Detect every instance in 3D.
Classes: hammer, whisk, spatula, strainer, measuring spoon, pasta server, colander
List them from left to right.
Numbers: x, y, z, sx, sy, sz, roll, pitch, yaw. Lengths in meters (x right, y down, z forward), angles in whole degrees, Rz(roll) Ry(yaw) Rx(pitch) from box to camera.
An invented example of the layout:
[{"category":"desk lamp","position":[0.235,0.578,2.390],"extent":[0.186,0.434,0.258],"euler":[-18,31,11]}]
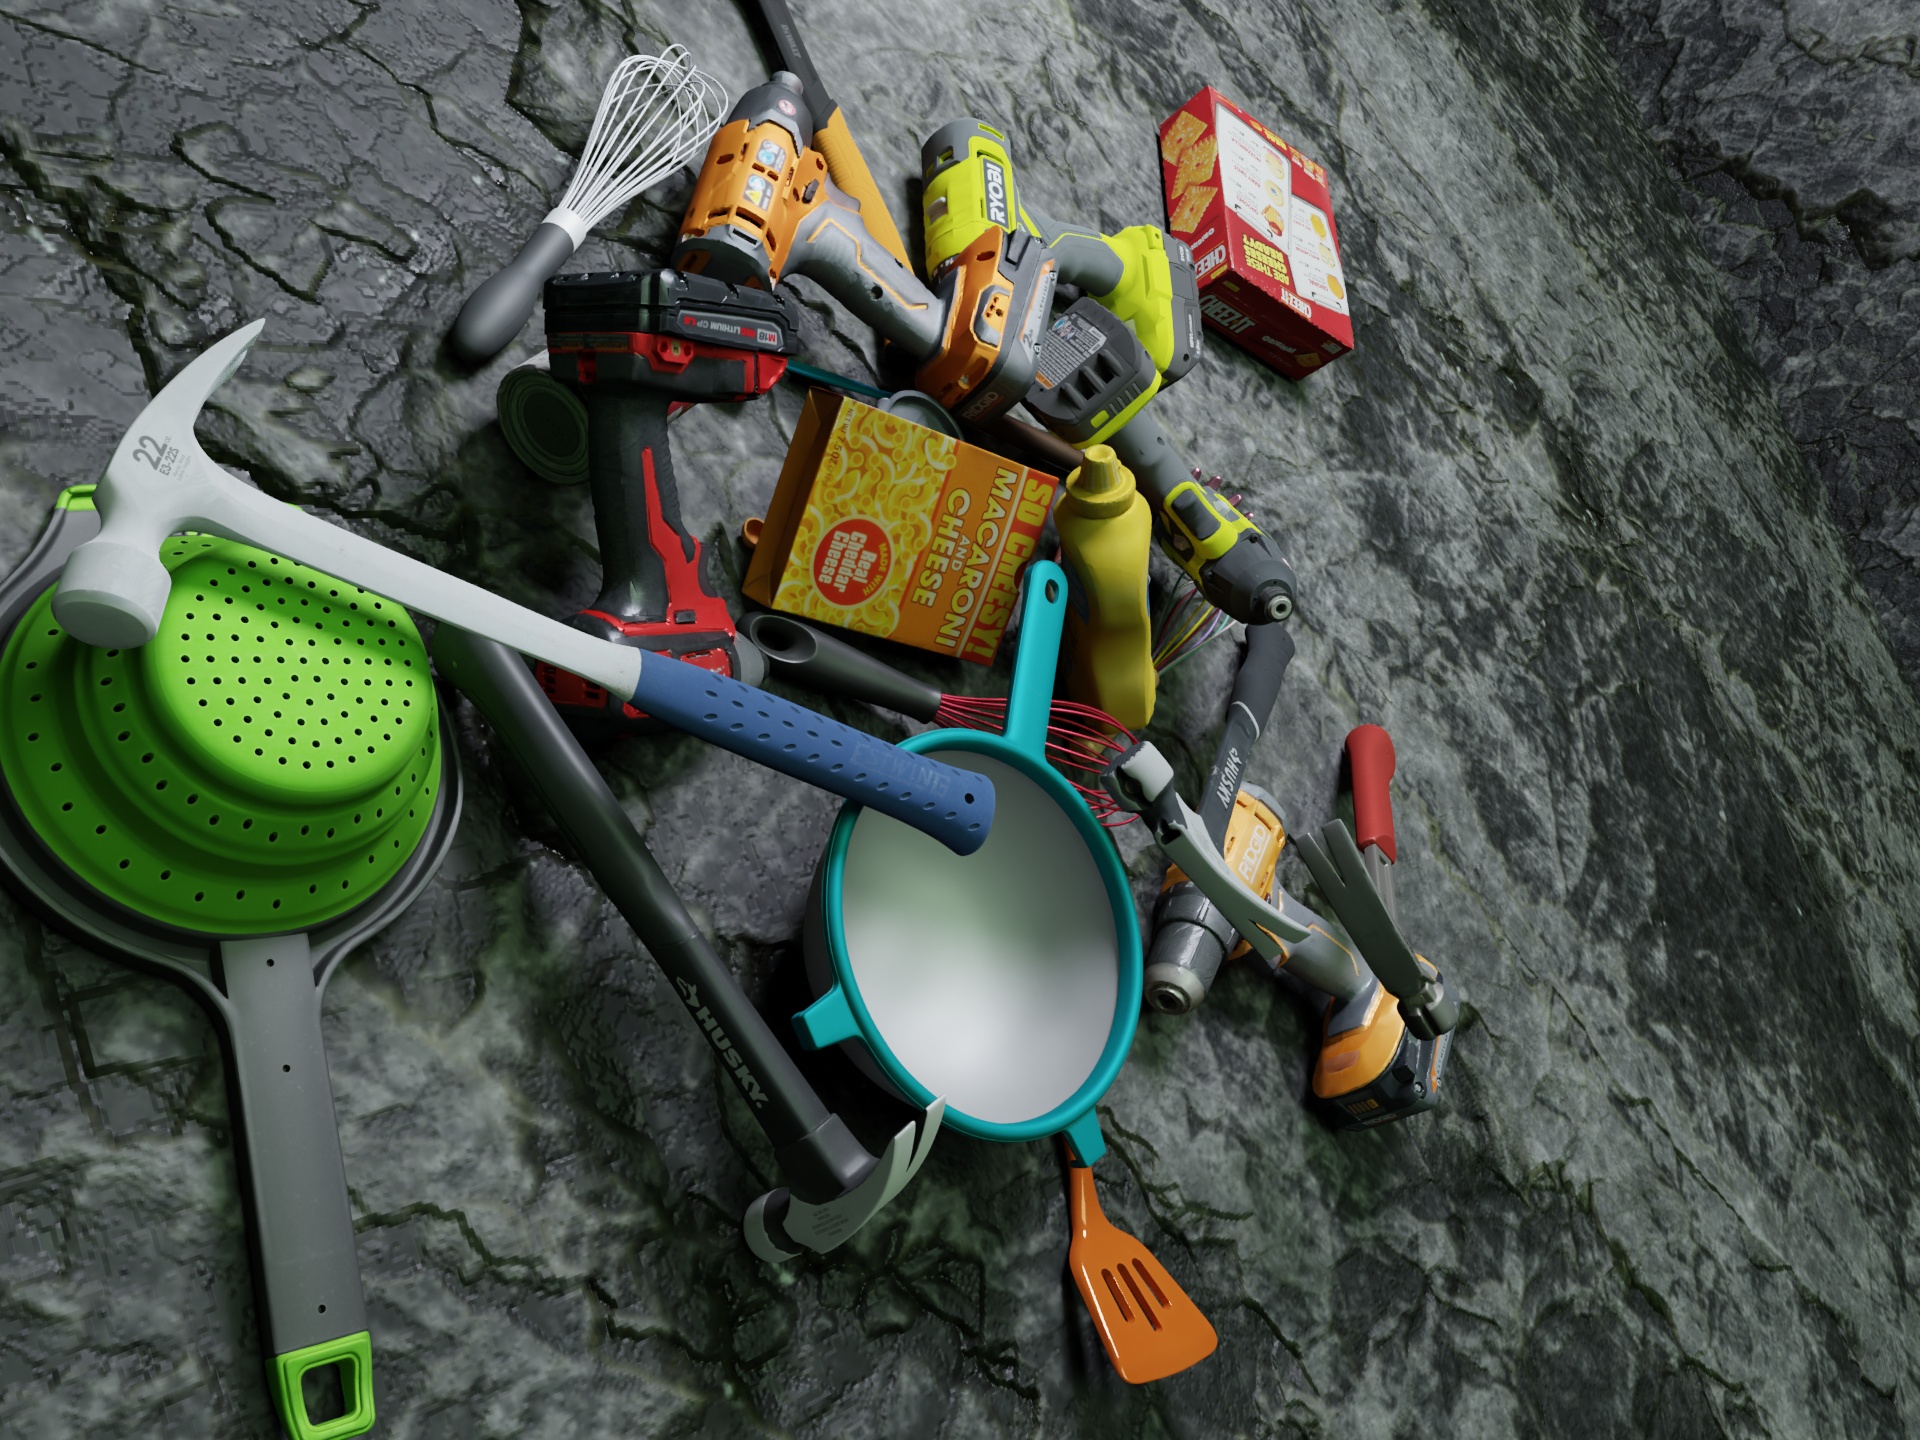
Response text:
[{"category":"colander","position":[-0.260,0.070,0.617],"extent":[0.204,0.094,0.397],"euler":[-1,69,-44]},{"category":"whisk","position":[-0.208,-0.292,0.894],"extent":[0.070,0.070,0.285],"euler":[40,51,-22]},{"category":"hammer","position":[-0.149,-0.029,0.679],"extent":[0.405,0.035,0.144],"euler":[24,51,-33]},{"category":"hammer","position":[-0.134,0.086,0.717],"extent":[0.035,0.146,0.335],"euler":[-31,85,-47]},{"category":"measuring spoon","position":[-0.084,-0.096,0.943],"extent":[0.116,0.011,0.021],"euler":[14,60,-43]},{"category":"hammer","position":[-0.080,-0.387,1.083],"extent":[0.127,0.034,0.337],"euler":[-14,79,-46]},{"category":"measuring spoon","position":[-0.067,-0.203,1.011],"extent":[0.128,0.021,0.042],"euler":[13,24,-30]},{"category":"whisk","position":[-0.001,-0.003,0.939],"extent":[0.295,0.073,0.073],"euler":[22,55,-27]},{"category":"strainer","position":[0.001,0.063,0.867],"extent":[0.210,0.095,0.341],"euler":[31,53,-29]},{"category":"spatula","position":[0.064,0.203,0.901],"extent":[0.081,0.041,0.323],"euler":[1,67,-43]},{"category":"pasta server","position":[0.090,-0.190,1.136],"extent":[0.316,0.040,0.060],"euler":[17,35,-37]},{"category":"whisk","position":[0.139,-0.045,1.106],"extent":[0.051,0.047,0.245],"euler":[55,46,-11]},{"category":"hammer","position":[0.187,0.012,1.043],"extent":[0.149,0.036,0.409],"euler":[50,26,-6]},{"category":"hammer","position":[0.278,0.069,1.087],"extent":[0.149,0.036,0.359],"euler":[57,20,-11]}]

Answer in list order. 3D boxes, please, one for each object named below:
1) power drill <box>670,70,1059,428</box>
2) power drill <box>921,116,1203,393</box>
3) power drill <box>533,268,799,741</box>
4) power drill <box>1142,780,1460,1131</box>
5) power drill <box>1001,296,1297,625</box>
[{"category":"power drill","position":[-0.054,-0.295,0.982],"extent":[0.226,0.084,0.164],"euler":[23,63,-23]},{"category":"power drill","position":[0.070,-0.313,1.159],"extent":[0.228,0.080,0.191],"euler":[12,65,-37]},{"category":"power drill","position":[-0.141,-0.103,0.787],"extent":[0.143,0.078,0.219],"euler":[-8,103,-59]},{"category":"power drill","position":[0.216,0.171,1.040],"extent":[0.226,0.084,0.185],"euler":[45,44,-11]},{"category":"power drill","position":[0.134,-0.160,1.045],"extent":[0.223,0.080,0.171],"euler":[45,9,-27]}]
